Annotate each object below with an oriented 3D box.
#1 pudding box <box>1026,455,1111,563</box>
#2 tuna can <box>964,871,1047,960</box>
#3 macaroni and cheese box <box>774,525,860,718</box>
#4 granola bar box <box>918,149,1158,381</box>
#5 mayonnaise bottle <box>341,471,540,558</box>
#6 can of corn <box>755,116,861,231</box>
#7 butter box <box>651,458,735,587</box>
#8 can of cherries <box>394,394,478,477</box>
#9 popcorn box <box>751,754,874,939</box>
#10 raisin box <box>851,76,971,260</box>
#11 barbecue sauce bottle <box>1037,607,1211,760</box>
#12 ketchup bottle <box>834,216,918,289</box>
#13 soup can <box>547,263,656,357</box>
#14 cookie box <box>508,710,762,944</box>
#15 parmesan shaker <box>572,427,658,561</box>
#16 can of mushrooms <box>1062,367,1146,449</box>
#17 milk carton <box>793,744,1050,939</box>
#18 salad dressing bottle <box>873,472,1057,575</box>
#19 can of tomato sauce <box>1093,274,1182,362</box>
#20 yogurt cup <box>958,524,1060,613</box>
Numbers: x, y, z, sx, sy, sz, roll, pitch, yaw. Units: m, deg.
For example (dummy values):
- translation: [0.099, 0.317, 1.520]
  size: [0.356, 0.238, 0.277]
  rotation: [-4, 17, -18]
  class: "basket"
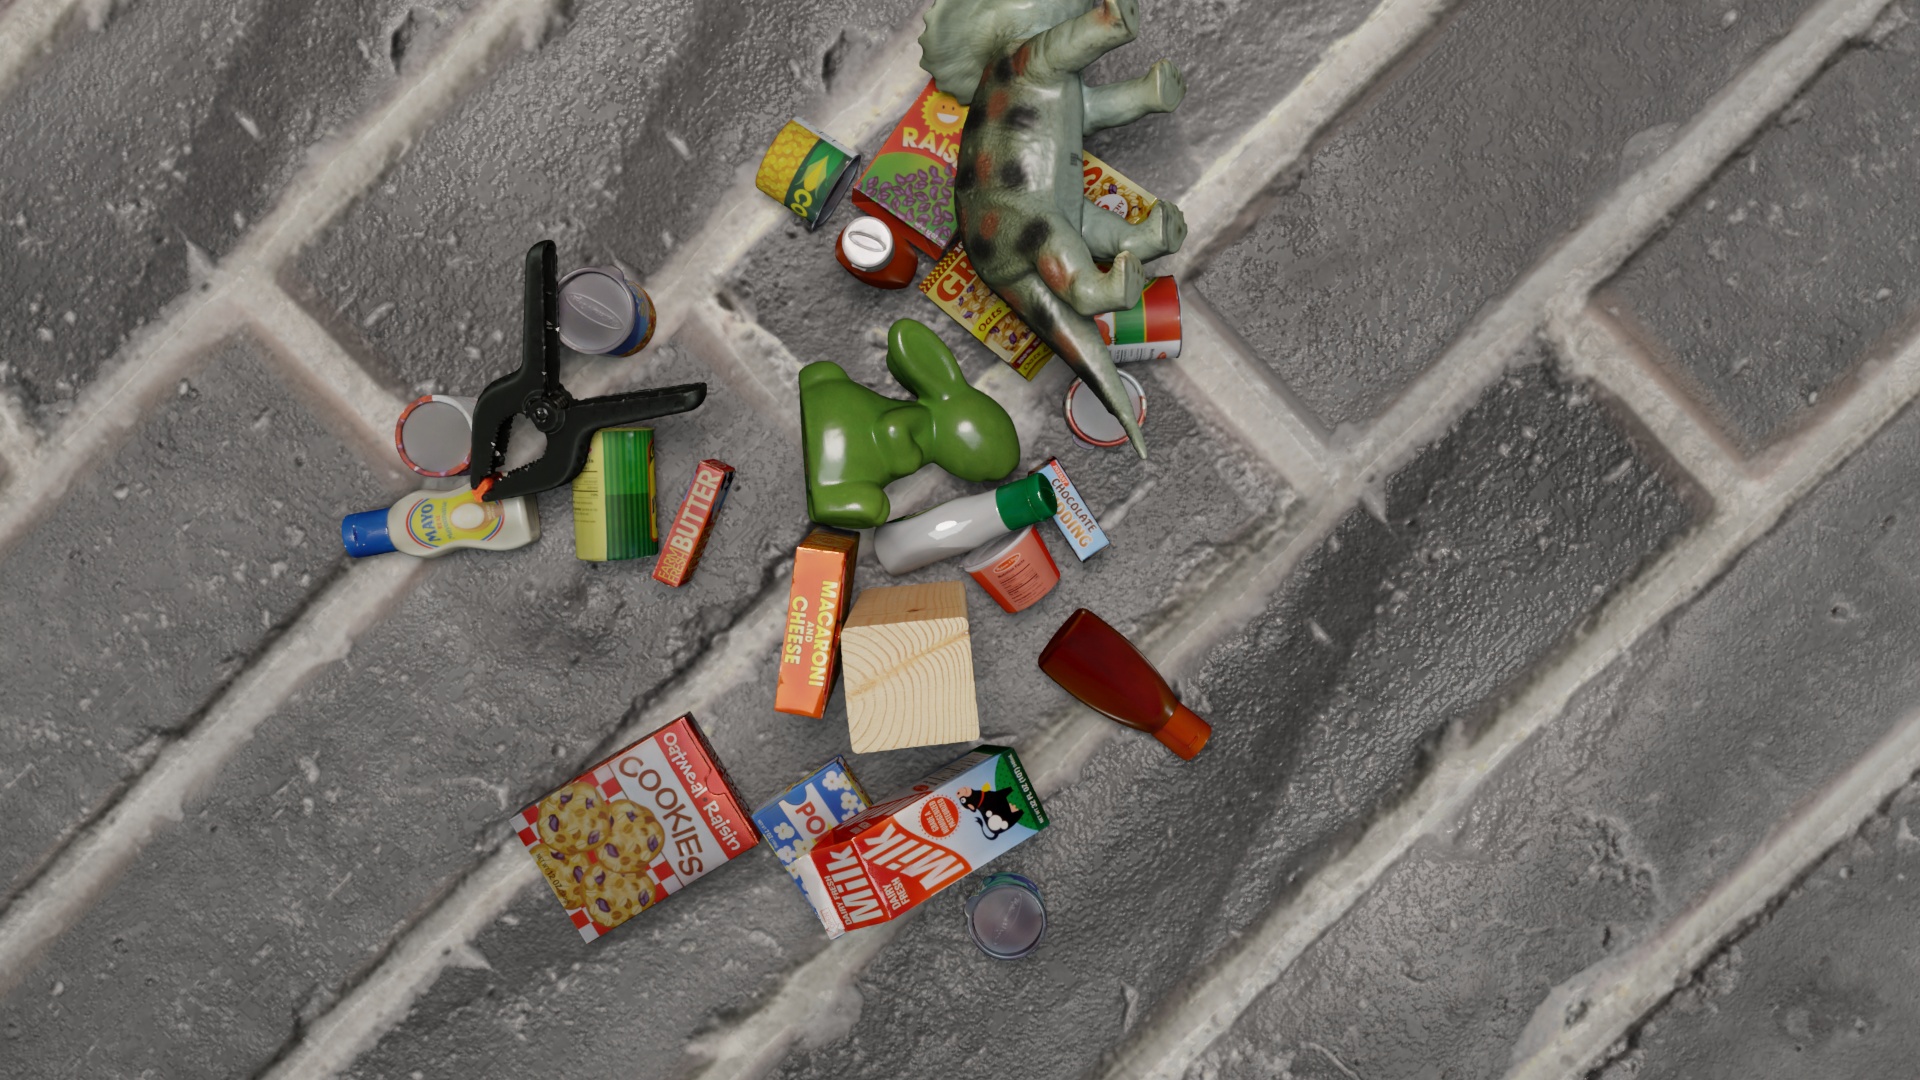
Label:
- translation: [0.087, -0.025, 1.126]
  size: [0.030, 0.050, 0.083]
  rotation: [-32, 94, 4]
  class: "pudding box"
- translation: [0.036, 0.312, 1.162]
  size: [0.071, 0.033, 0.071]
  rotation: [0, 95, -1]
  class: "tuna can"
- translation: [-0.108, 0.058, 1.071]
  size: [0.040, 0.166, 0.123]
  rotation: [8, 95, -2]
  class: "macaroni and cheese box"
- translation: [0.064, -0.222, 1.082]
  size: [0.165, 0.039, 0.124]
  rotation: [-48, 55, 3]
  class: "granola bar box"
- translation: [-0.420, -0.015, 1.123]
  size: [0.148, 0.041, 0.064]
  rotation: [-10, 93, -1]
  class: "mayonnaise bottle"
- translation: [-0.121, -0.288, 1.092]
  size: [0.058, 0.071, 0.071]
  rotation: [32, 94, -3]
  class: "can of corn"
- translation: [-0.214, -0.014, 1.121]
  size: [0.024, 0.053, 0.103]
  rotation: [23, 94, -1]
  class: "butter box"
- translation: [-0.410, -0.081, 1.110]
  size: [0.071, 0.058, 0.071]
  rotation: [0, 95, -1]
  class: "can of cherries"
- translation: [-0.102, 0.253, 1.152]
  size: [0.085, 0.038, 0.126]
  rotation: [-33, 95, 3]
  class: "popcorn box"
- translation: [-0.017, -0.297, 1.095]
  size: [0.086, 0.040, 0.123]
  rotation: [34, 81, -3]
  class: "raisin box"
- translation: [0.138, 0.123, 1.142]
  size: [0.148, 0.044, 0.065]
  rotation: [38, 94, -4]
  class: "barbecue sauce bottle"
- translation: [-0.066, -0.219, 1.058]
  size: [0.065, 0.149, 0.043]
  rotation: [20, 96, -2]
  class: "ketchup bottle"
- translation: [-0.278, -0.180, 1.091]
  size: [0.071, 0.084, 0.071]
  rotation: [0, 95, -1]
  class: "soup can"
- translation: [-0.266, 0.236, 1.147]
  size: [0.167, 0.040, 0.123]
  rotation: [-30, 95, 2]
  class: "cookie box"
- translation: [-0.278, -0.038, 1.114]
  size: [0.071, 0.071, 0.103]
  rotation: [-1, 96, -1]
  class: "parmesan shaker"
- translation: [0.116, -0.106, 1.128]
  size: [0.071, 0.033, 0.071]
  rotation: [0, 95, -2]
  class: "can of mushrooms"
- translation: [-0.034, 0.238, 1.103]
  size: [0.191, 0.073, 0.072]
  rotation: [-26, 93, -20]
  class: "milk carton"
- translation: [0.004, -0.014, 1.103]
  size: [0.147, 0.064, 0.044]
  rotation: [-19, 80, 22]
  class: "salad dressing bottle"
- translation: [0.130, -0.177, 1.106]
  size: [0.083, 0.071, 0.071]
  rotation: [-5, 95, 0]
  class: "can of tomato sauce"
- translation: [0.044, 0.022, 1.123]
  size: [0.072, 0.072, 0.054]
  rotation: [-36, 103, 2]
  class: "yogurt cup"
